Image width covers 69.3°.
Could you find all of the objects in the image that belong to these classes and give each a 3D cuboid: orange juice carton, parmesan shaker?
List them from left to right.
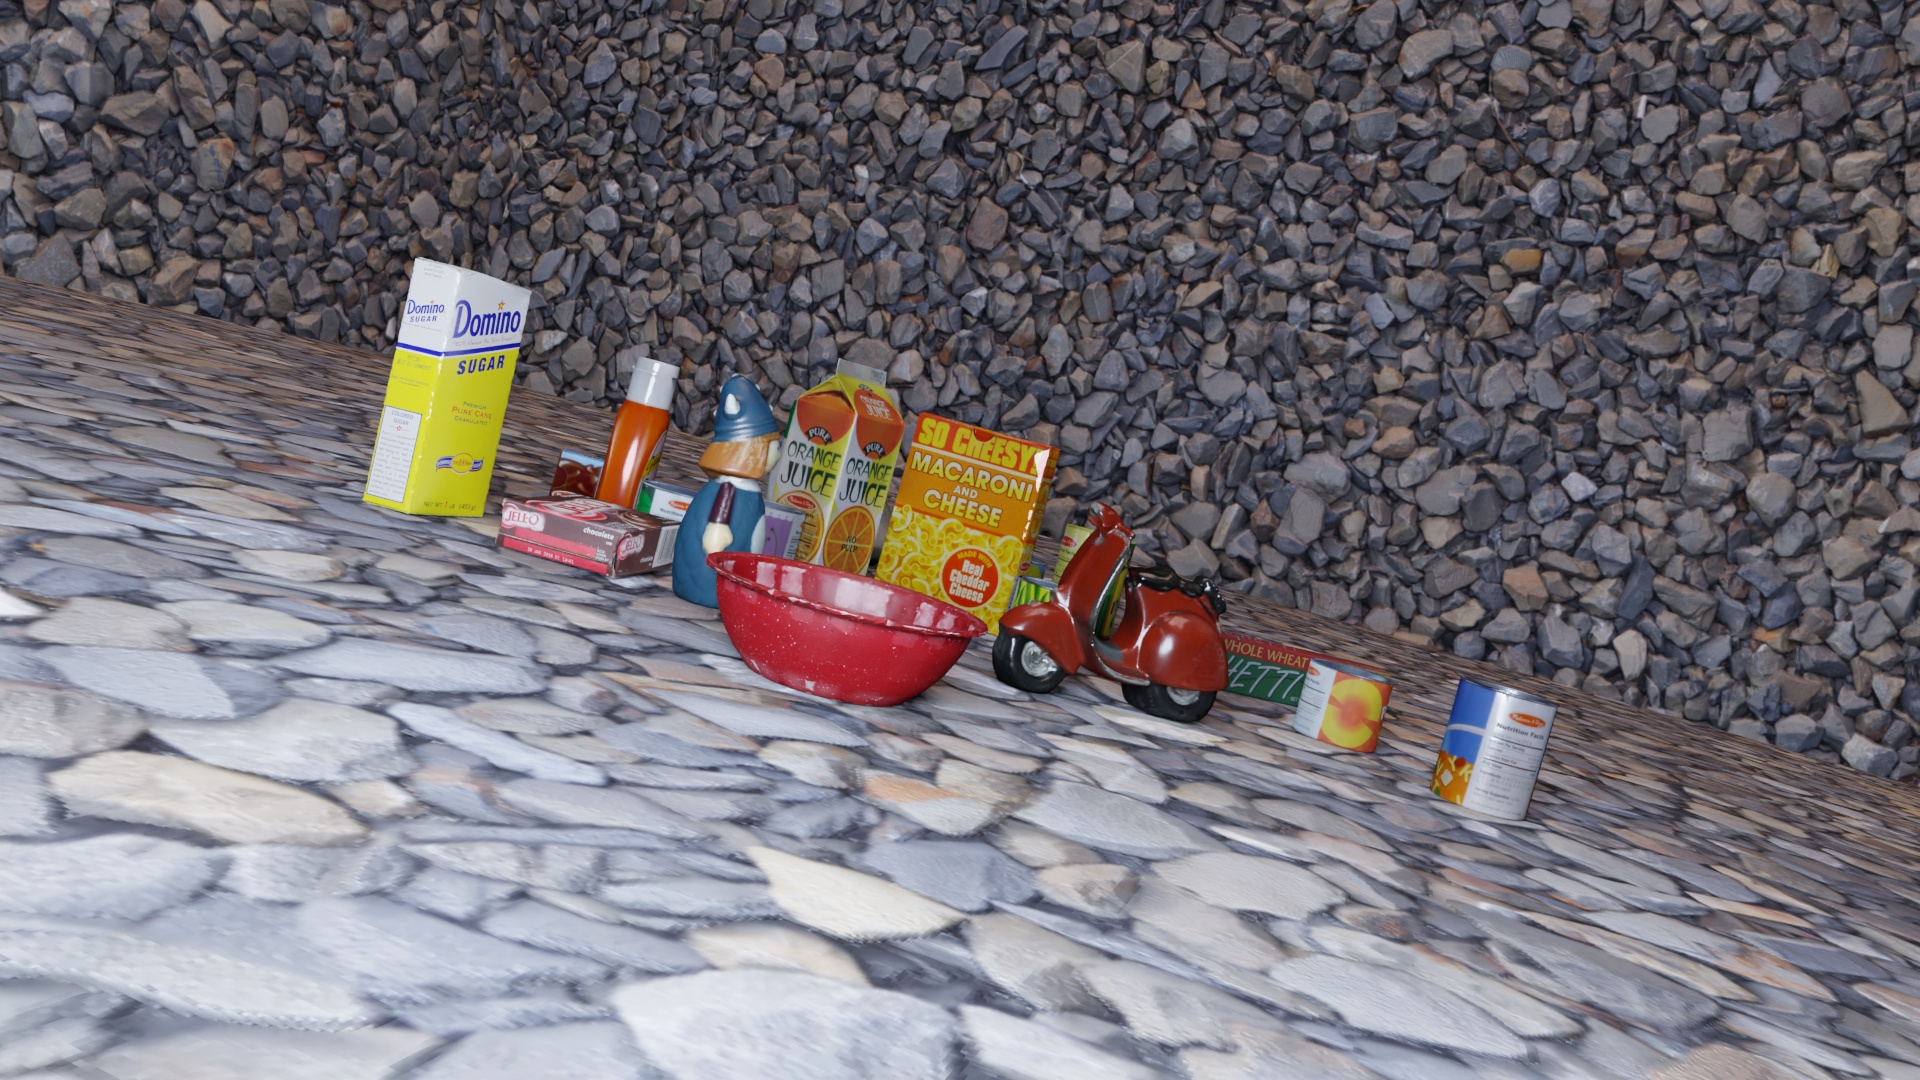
[{"bbox_3d":[-0.110,-0.061,1.221,0.073,0.192,0.072,17,4,34],"label":"orange juice carton"},{"bbox_3d":[0.115,0.042,1.273,0.071,0.103,0.071,15,3,-1],"label":"parmesan shaker"}]

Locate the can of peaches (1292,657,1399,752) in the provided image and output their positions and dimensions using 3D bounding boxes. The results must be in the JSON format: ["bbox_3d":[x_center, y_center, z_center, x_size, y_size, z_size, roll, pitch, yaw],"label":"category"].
[{"bbox_3d":[0.302,0.129,1.087,0.071,0.058,0.071,15,4,-1],"label":"can of peaches"}]

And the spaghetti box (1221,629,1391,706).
[{"bbox_3d":[0.266,0.114,1.228,0.250,0.050,0.029,14,4,-19],"label":"spaghetti box"}]

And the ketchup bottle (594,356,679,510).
[{"bbox_3d":[-0.271,-0.078,1.159,0.043,0.148,0.065,15,3,-2],"label":"ketchup bottle"}]

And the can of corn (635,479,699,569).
[{"bbox_3d":[-0.219,-0.011,1.071,0.071,0.058,0.071,15,4,-1],"label":"can of corn"}]

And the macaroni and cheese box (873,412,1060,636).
[{"bbox_3d":[0.004,-0.015,1.194,0.124,0.166,0.040,16,3,18],"label":"macaroni and cheese box"}]

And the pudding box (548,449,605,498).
[{"bbox_3d":[-0.328,-0.050,1.271,0.084,0.049,0.030,15,3,-6],"label":"pudding box"}]

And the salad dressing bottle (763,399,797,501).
[{"bbox_3d":[-0.159,-0.058,1.313,0.044,0.147,0.064,15,3,0],"label":"salad dressing bottle"}]

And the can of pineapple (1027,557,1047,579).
[{"bbox_3d":[0.045,0.041,1.356,0.071,0.058,0.071,15,4,-1],"label":"can of pineapple"}]

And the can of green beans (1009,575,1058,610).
[{"bbox_3d":[0.071,0.065,1.120,0.071,0.057,0.071,15,4,-1],"label":"can of green beans"}]

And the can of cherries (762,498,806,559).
[{"bbox_3d":[-0.172,-0.005,1.169,0.071,0.058,0.071,15,4,-1],"label":"can of cherries"}]

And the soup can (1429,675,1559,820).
[{"bbox_3d":[0.368,0.143,0.963,0.071,0.083,0.071,15,3,-1],"label":"soup can"}]
